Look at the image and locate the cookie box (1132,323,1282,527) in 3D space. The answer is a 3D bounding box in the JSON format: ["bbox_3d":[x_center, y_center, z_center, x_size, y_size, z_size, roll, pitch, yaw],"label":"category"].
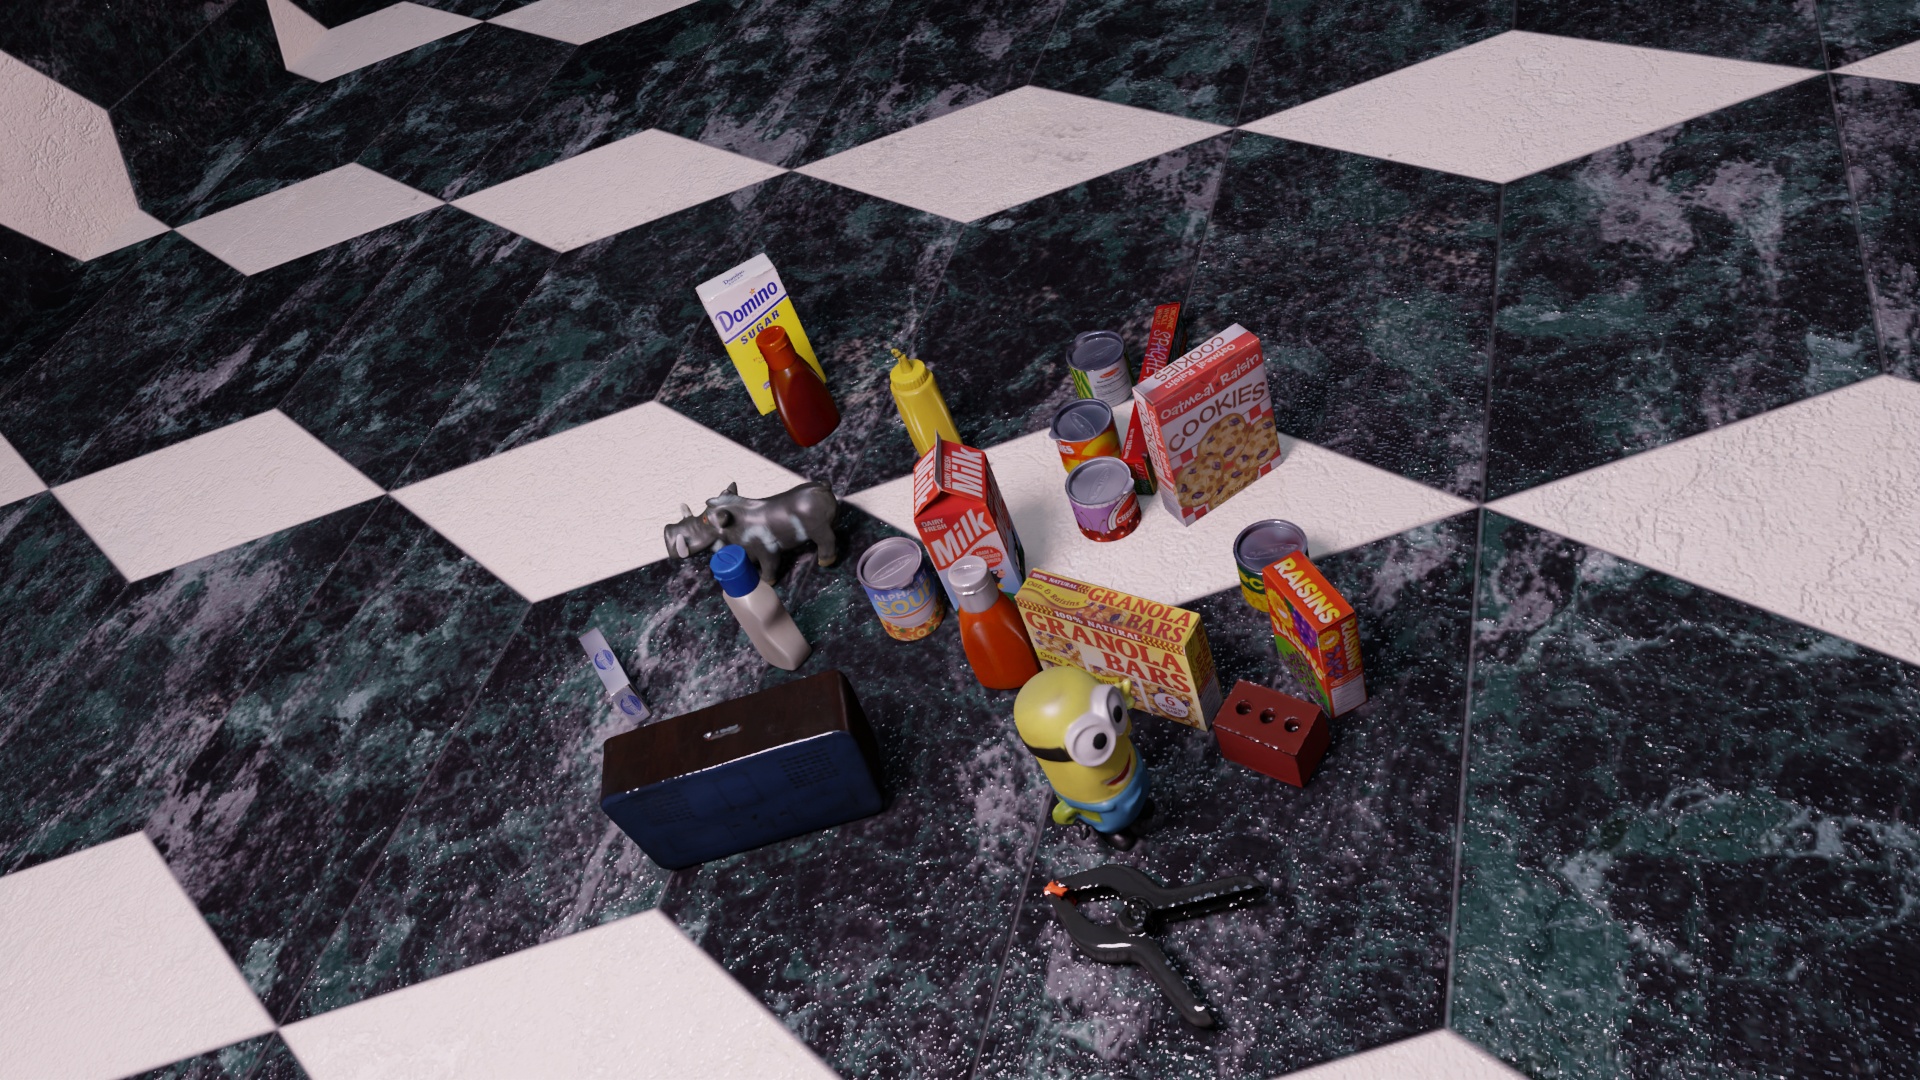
[{"bbox_3d":[0.240,-0.108,1.331,0.123,0.166,0.040,-33,45,-10],"label":"cookie box"}]

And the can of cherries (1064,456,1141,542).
[{"bbox_3d":[0.145,-0.040,1.382,0.071,0.058,0.072,-11,45,12],"label":"can of cherries"}]

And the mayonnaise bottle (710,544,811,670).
[{"bbox_3d":[-0.198,0.065,1.356,0.065,0.147,0.041,23,60,37],"label":"mayonnaise bottle"}]

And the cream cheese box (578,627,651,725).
[{"bbox_3d":[-0.352,0.138,1.416,0.024,0.053,0.104,-34,45,-11],"label":"cream cheese box"}]

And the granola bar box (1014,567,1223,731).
[{"bbox_3d":[0.139,0.094,1.209,0.165,0.123,0.039,15,56,33],"label":"granola bar box"}]

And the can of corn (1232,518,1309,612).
[{"bbox_3d":[0.285,0.026,1.262,0.071,0.058,0.071,-11,45,12],"label":"can of corn"}]

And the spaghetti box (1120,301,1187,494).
[{"bbox_3d":[0.208,-0.155,1.473,0.028,0.050,0.251,-1,48,22],"label":"spaghetti box"}]

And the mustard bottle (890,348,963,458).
[{"bbox_3d":[-0.041,-0.144,1.485,0.049,0.159,0.065,-30,44,-7],"label":"mustard bottle"}]

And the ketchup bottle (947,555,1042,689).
[{"bbox_3d":[0.027,0.075,1.254,0.065,0.148,0.044,-9,46,15],"label":"ketchup bottle"}]

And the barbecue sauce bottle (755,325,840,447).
[{"bbox_3d":[-0.189,-0.178,1.586,0.065,0.148,0.044,-41,47,-18],"label":"barbecue sauce bottle"}]

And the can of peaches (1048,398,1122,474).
[{"bbox_3d":[0.131,-0.105,1.451,0.071,0.057,0.071,-11,45,12],"label":"can of peaches"}]

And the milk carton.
[{"bbox_3d":[0.005,-0.017,1.322,0.073,0.189,0.073,-12,45,12],"label":"milk carton"}]

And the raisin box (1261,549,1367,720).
[{"bbox_3d":[0.297,0.079,1.159,0.040,0.122,0.086,-27,44,-4],"label":"raisin box"}]

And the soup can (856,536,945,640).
[{"bbox_3d":[-0.056,0.050,1.359,0.071,0.083,0.072,-12,45,12],"label":"soup can"}]

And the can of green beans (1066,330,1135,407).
[{"bbox_3d":[0.154,-0.187,1.520,0.071,0.057,0.071,-11,45,12],"label":"can of green beans"}]
